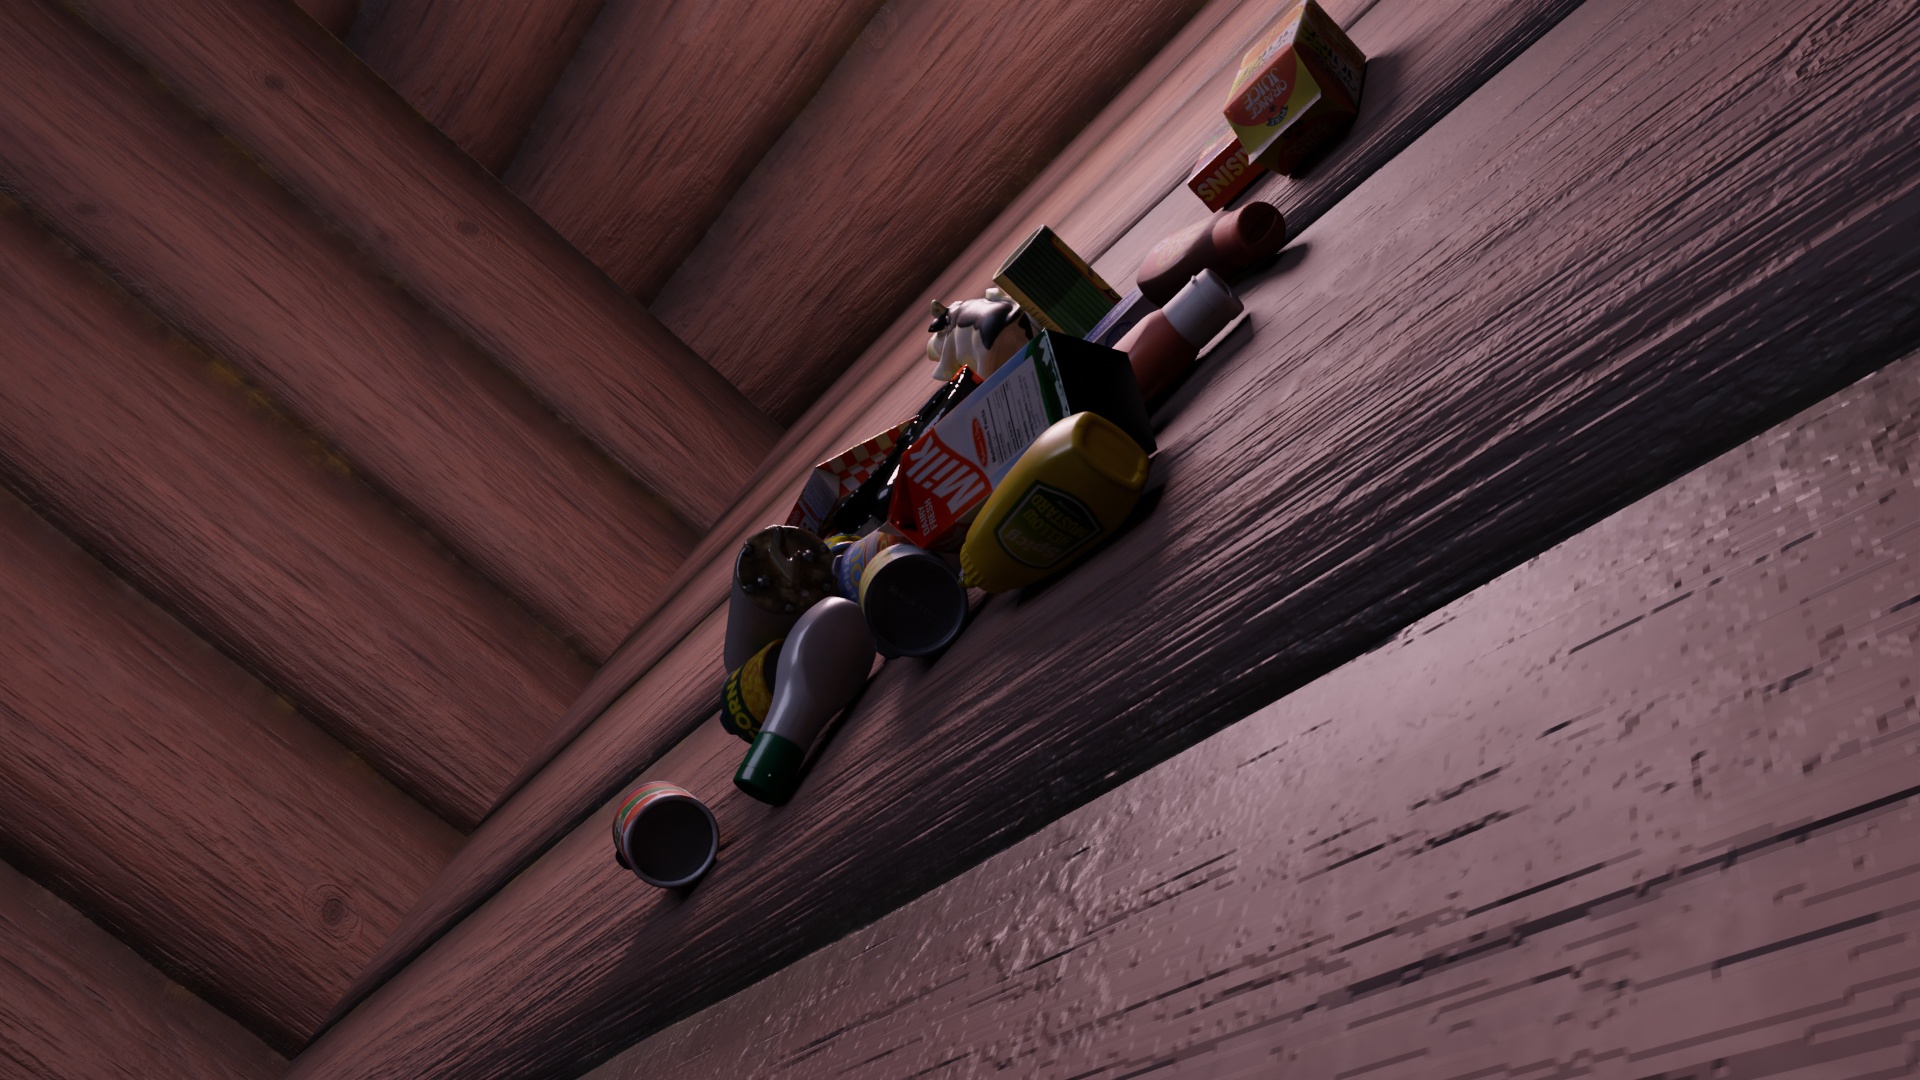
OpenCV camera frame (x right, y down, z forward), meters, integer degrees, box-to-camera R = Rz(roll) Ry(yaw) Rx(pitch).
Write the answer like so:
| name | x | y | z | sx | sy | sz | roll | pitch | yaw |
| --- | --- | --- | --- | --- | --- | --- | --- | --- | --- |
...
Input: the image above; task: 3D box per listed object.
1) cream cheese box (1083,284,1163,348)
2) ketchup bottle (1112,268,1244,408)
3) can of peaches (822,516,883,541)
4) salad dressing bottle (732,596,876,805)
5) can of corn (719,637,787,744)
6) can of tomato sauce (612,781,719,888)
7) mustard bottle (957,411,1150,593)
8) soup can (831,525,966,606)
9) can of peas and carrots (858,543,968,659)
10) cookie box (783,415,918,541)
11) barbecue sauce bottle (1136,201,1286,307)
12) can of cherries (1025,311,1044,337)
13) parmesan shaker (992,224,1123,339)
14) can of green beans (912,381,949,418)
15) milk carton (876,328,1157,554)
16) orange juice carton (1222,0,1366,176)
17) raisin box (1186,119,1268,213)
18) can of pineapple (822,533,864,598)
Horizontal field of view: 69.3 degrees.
| name | x | y | z | sx | sy | sz | roll | pitch | yaw |
| --- | --- | --- | --- | --- | --- | --- | --- | --- | --- |
| cream cheese box | 0.125 | -0.166 | 1.094 | 0.103 | 0.024 | 0.053 | -44 | 11 | 17 |
| ketchup bottle | 0.116 | -0.112 | 0.900 | 0.148 | 0.043 | 0.065 | -43 | 13 | 23 |
| can of peaches | -0.089 | 0.012 | 1.211 | 0.071 | 0.058 | 0.071 | -46 | 12 | 13 |
| salad dressing bottle | -0.108 | 0.110 | 0.963 | 0.044 | 0.064 | 0.148 | -16 | 40 | 52 |
| can of corn | -0.137 | 0.114 | 1.030 | 0.058 | 0.071 | 0.071 | -38 | 16 | 42 |
| can of tomato sauce | -0.213 | 0.211 | 0.993 | 0.071 | 0.071 | 0.083 | -52 | 12 | -16 |
| mustard bottle | 0.042 | -0.008 | 0.797 | 0.159 | 0.065 | 0.049 | -46 | 13 | 44 |
| soup can | -0.043 | 0.017 | 0.993 | 0.083 | 0.071 | 0.072 | -31 | 20 | 55 |
| can of peas and carrots | -0.033 | 0.040 | 0.897 | 0.071 | 0.071 | 0.059 | -48 | 11 | 0 |
| cookie box | -0.100 | -0.036 | 1.289 | 0.123 | 0.040 | 0.166 | -31 | -12 | -34 |
| barbecue sauce bottle | 0.177 | -0.203 | 0.975 | 0.065 | 0.043 | 0.148 | -49 | 12 | -10 |
| can of cherries | 0.078 | -0.217 | 1.328 | 0.058 | 0.071 | 0.072 | -46 | 12 | 12 |
| parmesan shaker | 0.087 | -0.212 | 1.188 | 0.071 | 0.103 | 0.071 | -46 | 12 | 12 |
| can of green beans | -0.011 | -0.107 | 1.316 | 0.071 | 0.058 | 0.071 | -46 | 12 | 12 |
| milk carton | 0.027 | -0.045 | 0.872 | 0.189 | 0.072 | 0.074 | -38 | 55 | 41 |
| orange juice carton | 0.259 | -0.348 | 1.074 | 0.071 | 0.073 | 0.194 | -40 | 15 | 36 |
| raisin box | 0.245 | -0.340 | 1.187 | 0.085 | 0.040 | 0.124 | -39 | 14 | 36 |
| can of pineapple | -0.091 | 0.029 | 1.146 | 0.071 | 0.071 | 0.058 | -49 | 12 | -2 |
